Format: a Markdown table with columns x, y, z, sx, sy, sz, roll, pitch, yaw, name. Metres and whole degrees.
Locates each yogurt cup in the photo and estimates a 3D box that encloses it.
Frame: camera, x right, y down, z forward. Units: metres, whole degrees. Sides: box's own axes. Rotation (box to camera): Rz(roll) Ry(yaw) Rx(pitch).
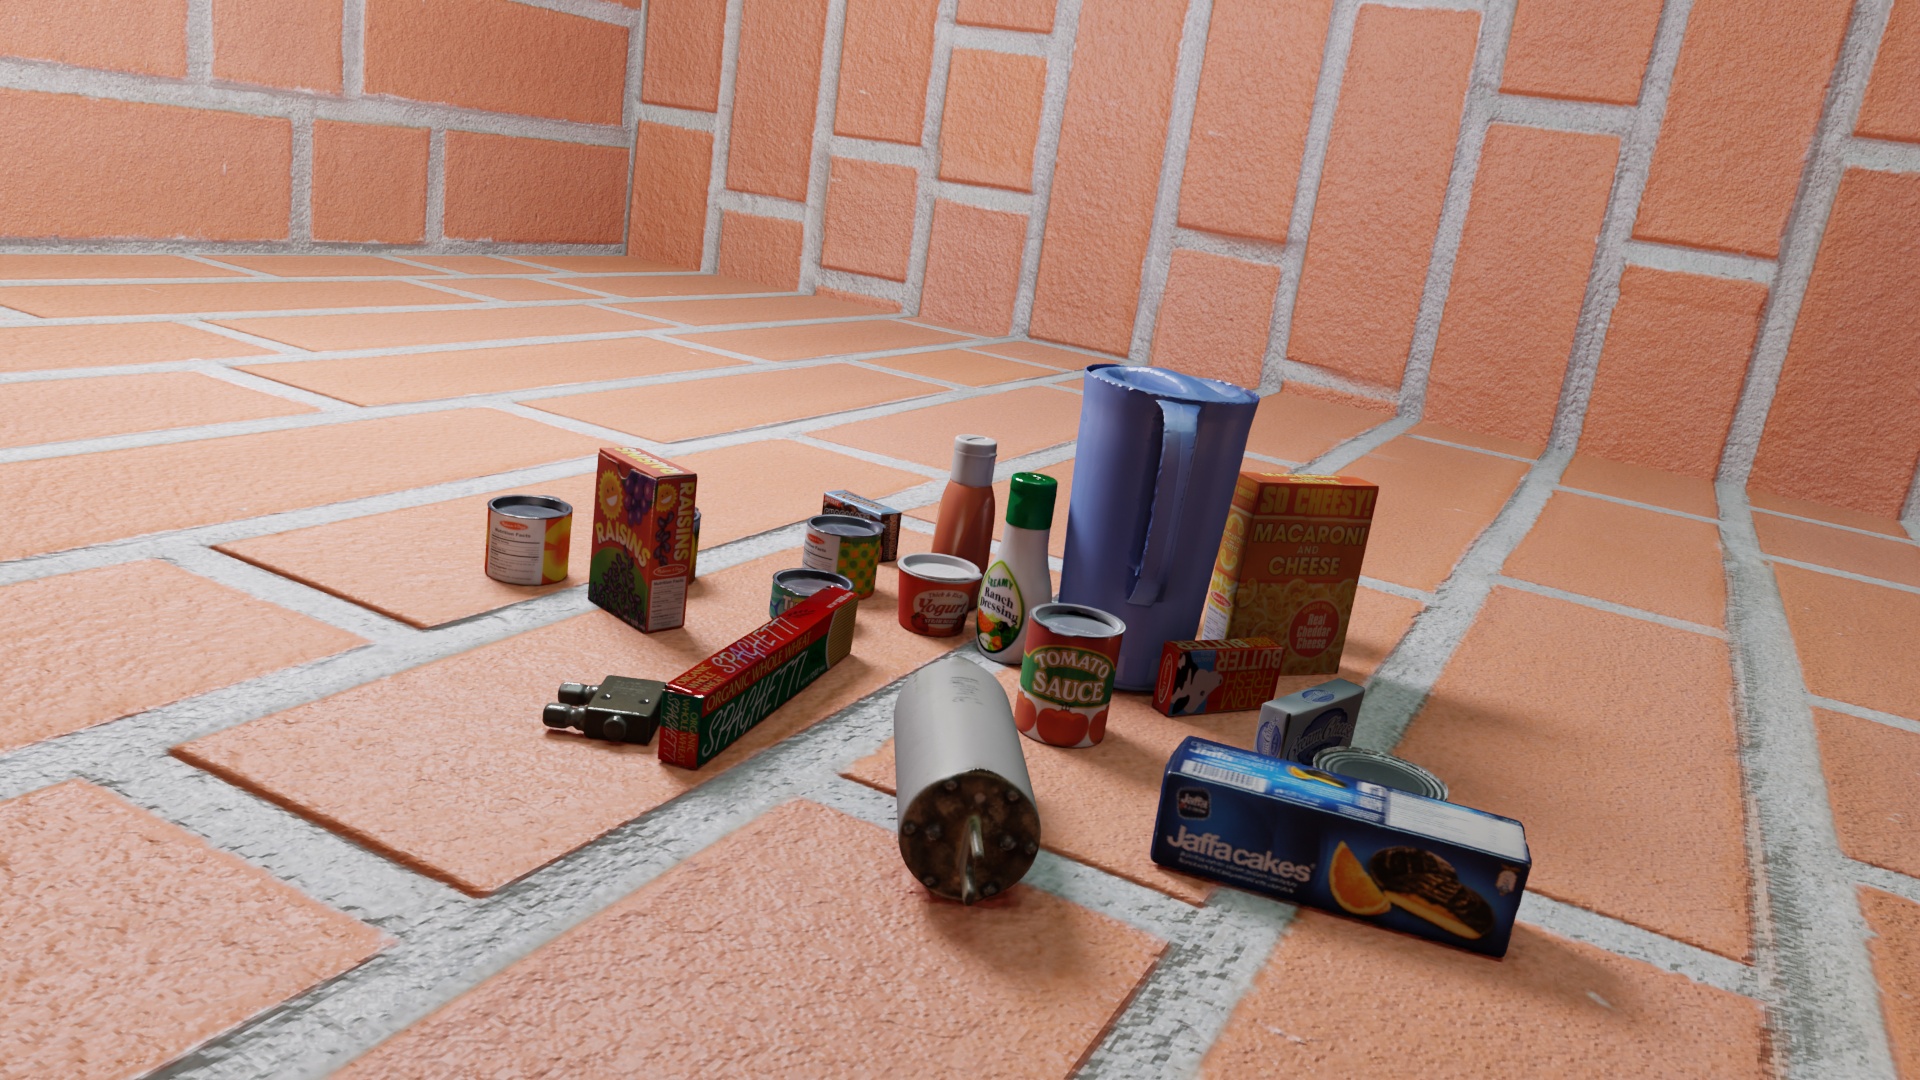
| x | y | z | sx | sy | sz | roll | pitch | yaw | name |
| --- | --- | --- | --- | --- | --- | --- | --- | --- | --- |
| -0.021 | 0.045 | 1.141 | 0.072 | 0.053 | 0.072 | 8 | 15 | -2 | yogurt cup |

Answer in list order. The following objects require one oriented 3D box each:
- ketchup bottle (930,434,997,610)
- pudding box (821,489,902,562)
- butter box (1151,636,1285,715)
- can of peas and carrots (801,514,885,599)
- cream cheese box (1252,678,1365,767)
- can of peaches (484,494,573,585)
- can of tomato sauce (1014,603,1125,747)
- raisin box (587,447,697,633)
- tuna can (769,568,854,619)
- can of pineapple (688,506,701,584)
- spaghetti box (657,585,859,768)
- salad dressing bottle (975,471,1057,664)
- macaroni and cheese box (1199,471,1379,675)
| x | y | z | sx | sy | sz | roll | pitch | yaw | name |
| --- | --- | --- | --- | --- | --- | --- | --- | --- | --- |
| 0.004 | -0.015 | 1.192 | 0.043 | 0.148 | 0.065 | 17 | 17 | 29 | ketchup bottle |
| -0.095 | -0.015 | 1.323 | 0.084 | 0.049 | 0.030 | 22 | 20 | 40 | pudding box |
| 0.196 | 0.102 | 1.053 | 0.104 | 0.053 | 0.024 | 0 | 17 | -29 | butter box |
| -0.101 | 0.014 | 1.202 | 0.071 | 0.058 | 0.071 | 8 | 15 | -2 | can of peas and carrots |
| 0.243 | 0.132 | 0.972 | 0.024 | 0.053 | 0.104 | 22 | 20 | 41 | cream cheese box |
| -0.349 | -0.001 | 1.126 | 0.071 | 0.058 | 0.071 | 8 | 15 | -2 | can of peaches |
| 0.075 | 0.094 | 0.964 | 0.071 | 0.082 | 0.071 | 8 | 15 | -2 | can of tomato sauce |
| -0.245 | -0.002 | 1.061 | 0.040 | 0.123 | 0.086 | -6 | 21 | -44 | raisin box |
| -0.120 | 0.048 | 1.117 | 0.071 | 0.032 | 0.071 | 8 | 15 | -2 | tuna can |
| -0.251 | 0.003 | 1.163 | 0.071 | 0.057 | 0.071 | 8 | 15 | -2 | can of pineapple |
| -0.131 | 0.086 | 0.944 | 0.029 | 0.050 | 0.251 | 13 | 16 | 15 | spaghetti box |
| 0.047 | 0.021 | 1.088 | 0.044 | 0.147 | 0.064 | -4 | 20 | -40 | salad dressing bottle |
| 0.269 | 0.028 | 1.147 | 0.124 | 0.166 | 0.040 | 1 | 17 | -25 | macaroni and cheese box |
